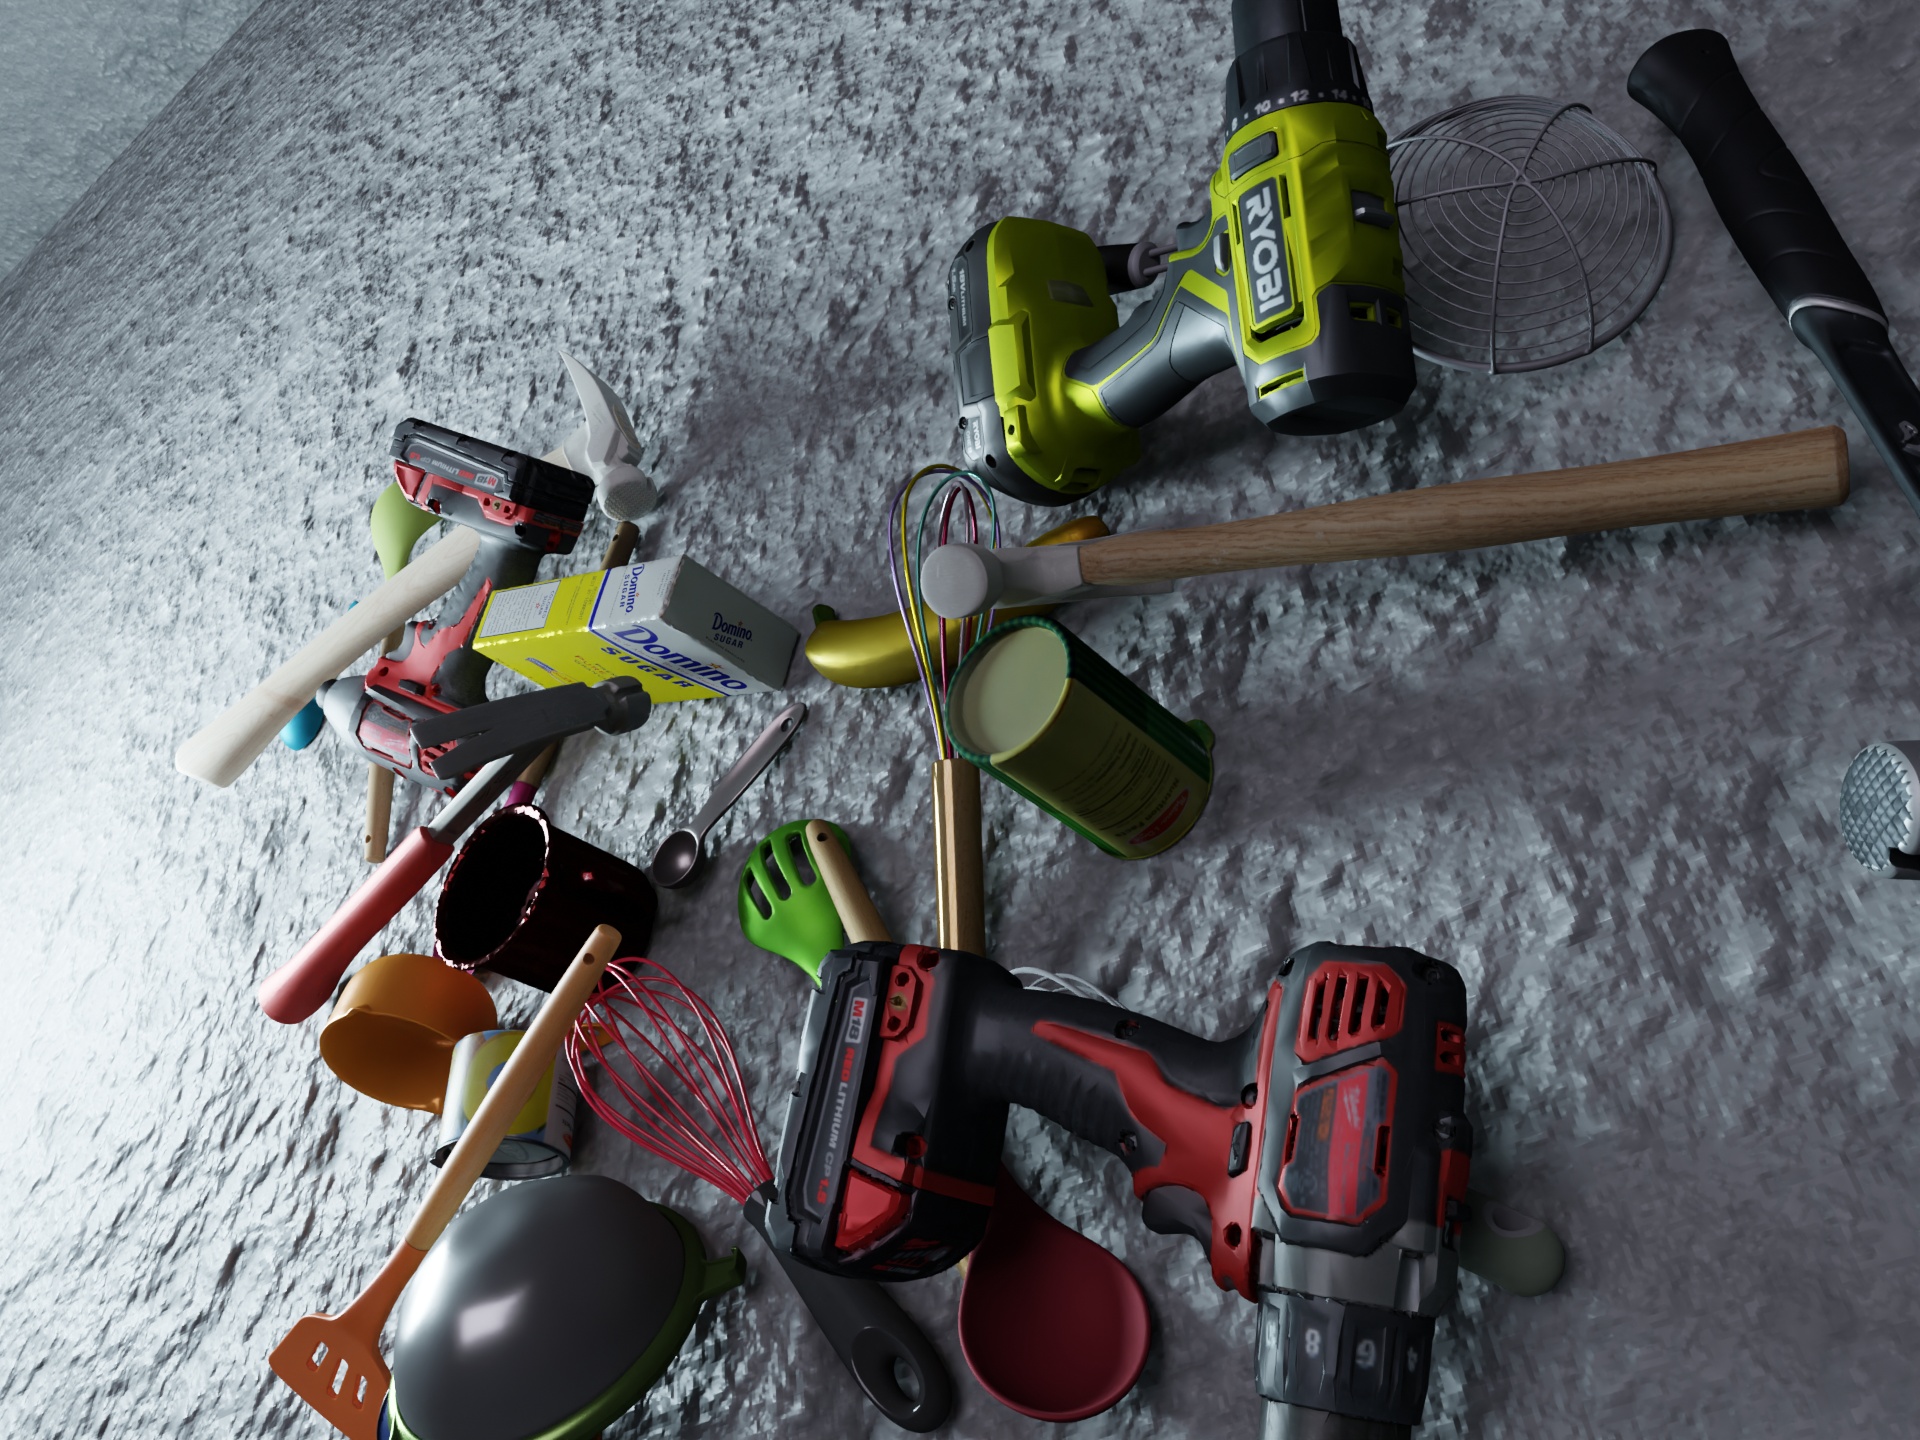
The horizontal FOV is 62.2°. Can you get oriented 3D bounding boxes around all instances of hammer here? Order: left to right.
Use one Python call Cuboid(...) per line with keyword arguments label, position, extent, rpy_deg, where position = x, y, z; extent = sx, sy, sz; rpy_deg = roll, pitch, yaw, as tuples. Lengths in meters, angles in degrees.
Cuboid(label="hammer", position=(-0.326, 0.089, 0.918), extent=(0.359, 0.149, 0.037), rpy_deg=(-39, 80, 33))
Cuboid(label="hammer", position=(-0.392, -0.091, 1.108), extent=(0.410, 0.038, 0.146), rpy_deg=(-35, 57, 11))
Cuboid(label="hammer", position=(0.157, -0.074, 0.620), extent=(0.331, 0.130, 0.031), rpy_deg=(-5, 94, 29))
Cuboid(label="hammer", position=(0.303, -0.120, 0.525), extent=(0.149, 0.036, 0.409), rpy_deg=(0, 50, 0))

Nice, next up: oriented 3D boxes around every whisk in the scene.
Cuboid(label="whisk", position=(-0.096, 0.200, 0.703), extent=(0.296, 0.073, 0.073), rpy_deg=(37, 92, 41))
Cuboid(label="whisk", position=(0.001, -0.002, 0.721), extent=(0.051, 0.047, 0.245), rpy_deg=(-9, 75, 27))
Cuboid(label="whisk", position=(0.098, 0.145, 0.573), extent=(0.246, 0.057, 0.059), rpy_deg=(16, 111, 43))

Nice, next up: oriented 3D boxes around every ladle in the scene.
Cuboid(label="ladle", position=(-0.399, -0.044, 1.146), extent=(0.078, 0.062, 0.320), rpy_deg=(-21, 59, 27))
Cuboid(label="ladle", position=(-0.011, 0.148, 0.660), extent=(0.069, 0.031, 0.316), rpy_deg=(-19, 45, -13))

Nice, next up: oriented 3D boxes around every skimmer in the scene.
Cuboid(label="skimmer", position=(0.147, -0.210, 0.758), extent=(0.363, 0.090, 0.127), rpy_deg=(7, 72, 55))

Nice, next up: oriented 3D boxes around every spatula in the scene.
Cuboid(label="spatula", position=(-0.245, 0.227, 0.766), extent=(0.081, 0.041, 0.322), rpy_deg=(35, 101, 8))

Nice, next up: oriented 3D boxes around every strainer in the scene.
Cuboid(label="strainer", position=(-0.225, 0.273, 0.665), extent=(0.151, 0.069, 0.256), rpy_deg=(3, 32, 44))

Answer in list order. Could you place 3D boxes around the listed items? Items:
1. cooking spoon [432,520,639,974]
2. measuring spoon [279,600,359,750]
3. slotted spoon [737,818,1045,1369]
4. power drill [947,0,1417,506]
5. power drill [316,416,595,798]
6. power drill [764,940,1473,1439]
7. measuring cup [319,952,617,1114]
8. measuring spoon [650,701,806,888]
Cuboid(label="cooking spoon", position=(-0.260, 0.017, 0.990), extent=(0.069, 0.017, 0.319), rpy_deg=(-2, 64, 46))
Cuboid(label="measuring spoon", position=(-0.500, -0.039, 1.237), extent=(0.042, 0.021, 0.129), rpy_deg=(-2, 65, 41))
Cuboid(label="slotted spoon", position=(-0.036, 0.148, 0.701), extent=(0.070, 0.031, 0.314), rpy_deg=(-40, 46, 6))
Cuboid(label="power drill", position=(0.091, -0.200, 0.695), extent=(0.228, 0.080, 0.190), rpy_deg=(-15, 79, 53))
Cuboid(label="power drill", position=(-0.328, -0.071, 1.010), extent=(0.143, 0.078, 0.219), rpy_deg=(20, 94, 21))
Cuboid(label="power drill", position=(0.050, 0.163, 0.524), extent=(0.227, 0.080, 0.188), rpy_deg=(-1, 69, 32))
Cuboid(label="measuring cup", position=(-0.261, 0.162, 0.869), extent=(0.173, 0.095, 0.052), rpy_deg=(-10, 39, 14))
Cuboid(label="measuring spoon", position=(-0.120, 0.042, 0.855), extent=(0.124, 0.018, 0.034), rpy_deg=(-51, 43, -5))
